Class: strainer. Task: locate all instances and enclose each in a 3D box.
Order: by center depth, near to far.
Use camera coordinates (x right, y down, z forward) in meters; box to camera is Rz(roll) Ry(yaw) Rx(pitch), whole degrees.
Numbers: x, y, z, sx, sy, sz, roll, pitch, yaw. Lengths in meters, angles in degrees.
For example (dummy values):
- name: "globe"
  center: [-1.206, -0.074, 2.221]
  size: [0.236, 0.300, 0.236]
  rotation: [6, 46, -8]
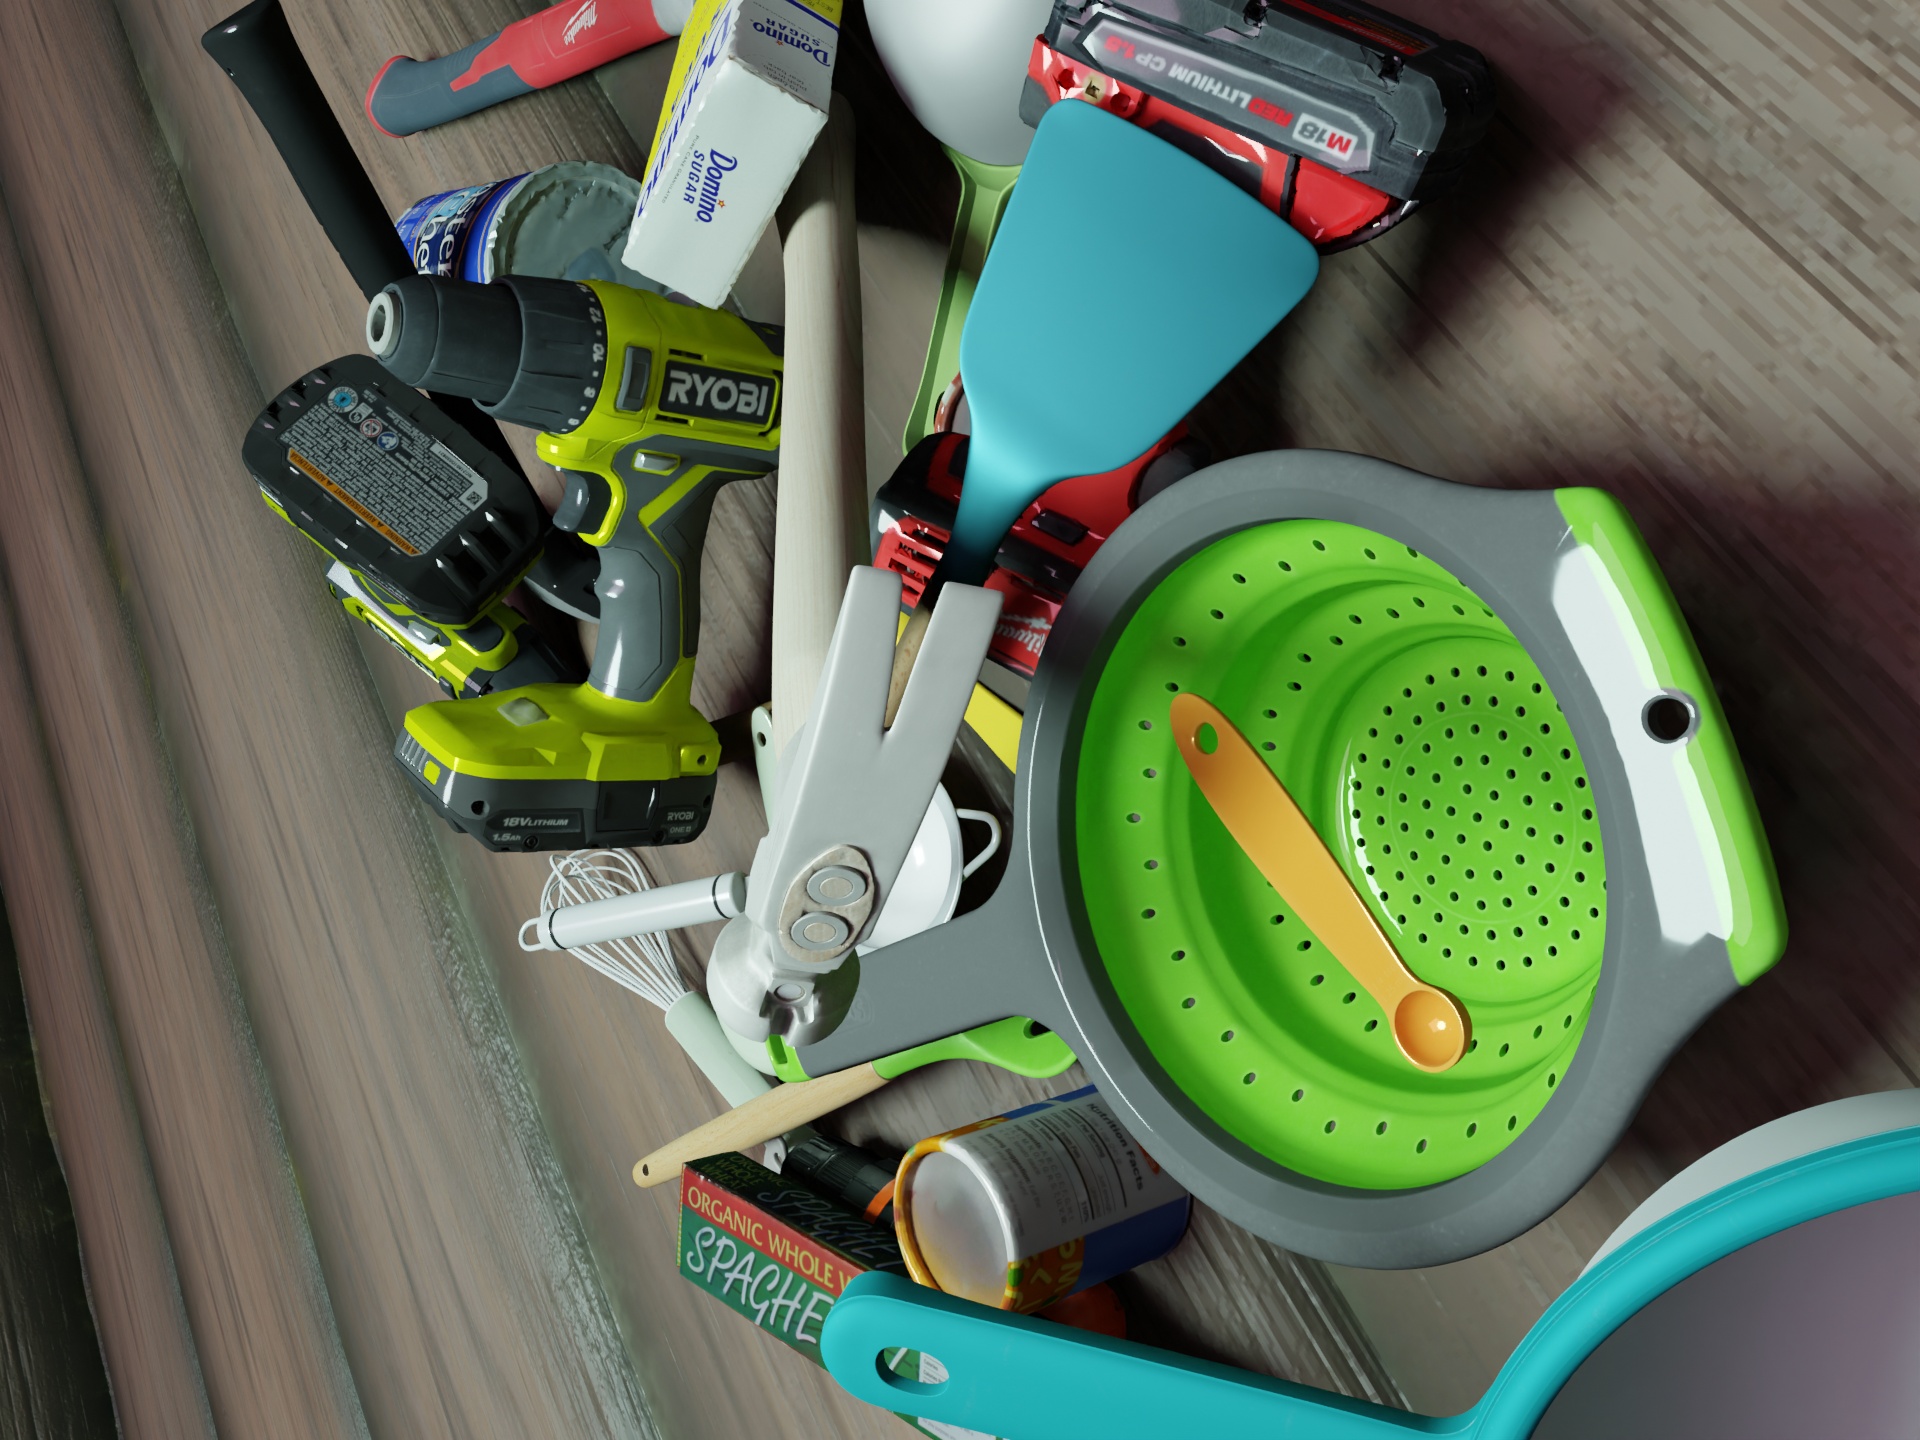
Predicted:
- name: "strainer"
  center: [0.144, 0.142, 0.326]
  size: [0.340, 0.095, 0.211]
  rotation: [7, 109, 17]
- name: "strainer"
  center: [-0.004, -0.215, 0.560]
  size: [0.152, 0.069, 0.256]
  rotation: [33, 118, 43]
- name: "strainer"
  center: [-0.087, 0.070, 0.668]
  size: [0.258, 0.050, 0.087]
  rotation: [-13, 76, 26]

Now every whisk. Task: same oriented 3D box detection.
- name: "whisk"
  center: [-0.140, 0.139, 0.792]
  size: [0.247, 0.059, 0.057]
  rotation: [39, 167, 36]
- name: "whisk"
  center: [-0.153, 0.024, 0.793]
  size: [0.245, 0.047, 0.051]
  rotation: [-16, 81, 47]

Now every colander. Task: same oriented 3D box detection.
- name: "colander"
  center: [0.067, 0.058, 0.489]
  size: [0.397, 0.094, 0.205]
  rotation: [-29, 72, 49]

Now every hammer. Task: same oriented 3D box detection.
- name: "hammer"
  center: [-0.041, -0.109, 0.501]
  size: [0.411, 0.038, 0.146]
  rotation: [-96, 21, -45]
- name: "hammer"
  center: [-0.244, -0.171, 0.736]
  size: [0.146, 0.035, 0.334]
  rotation: [29, 154, 30]
- name: "hammer"
  center: [-0.228, -0.336, 0.843]
  size: [0.386, 0.038, 0.143]
  rotation: [11, 105, 49]

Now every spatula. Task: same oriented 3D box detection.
- name: "spatula"
  center: [-0.003, -0.028, 0.494]
  size: [0.082, 0.044, 0.317]
  rotation: [34, 134, 7]

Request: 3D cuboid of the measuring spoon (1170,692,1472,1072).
- name: "measuring spoon"
  center: [0.085, 0.034, 0.382]
  size: [0.117, 0.011, 0.021]
  rotation: [57, 134, 35]

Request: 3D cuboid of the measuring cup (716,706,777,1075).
- name: "measuring cup"
  center: [-0.088, 0.079, 0.706]
  size: [0.083, 0.038, 0.167]
  rotation: [5, 107, 48]

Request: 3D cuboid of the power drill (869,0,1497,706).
- name: "power drill"
  center: [0.061, -0.100, 0.472]
  size: [0.143, 0.078, 0.219]
  rotation: [29, 125, 12]

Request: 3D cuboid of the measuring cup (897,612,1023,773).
- name: "measuring cup"
  center: [-0.001, -0.002, 0.613]
  size: [0.157, 0.029, 0.062]
  rotation: [42, 125, 42]

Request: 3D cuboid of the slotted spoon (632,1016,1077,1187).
- name: "slotted spoon"
  center: [-0.048, 0.146, 0.658]
  size: [0.313, 0.031, 0.070]
  rotation: [-34, 63, 38]

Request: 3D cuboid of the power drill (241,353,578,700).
- name: "power drill"
  center: [-0.261, -0.070, 0.804]
  size: [0.171, 0.080, 0.223]
  rotation: [38, 161, 7]

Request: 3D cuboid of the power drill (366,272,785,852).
- name: "power drill"
  center: [-0.158, -0.066, 0.653]
  size: [0.080, 0.190, 0.228]
  rotation: [29, 111, 44]

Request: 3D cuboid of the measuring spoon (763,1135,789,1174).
- name: "measuring spoon"
  center: [-0.079, 0.237, 0.733]
  size: [0.034, 0.018, 0.124]
  rotation: [32, 129, 43]
